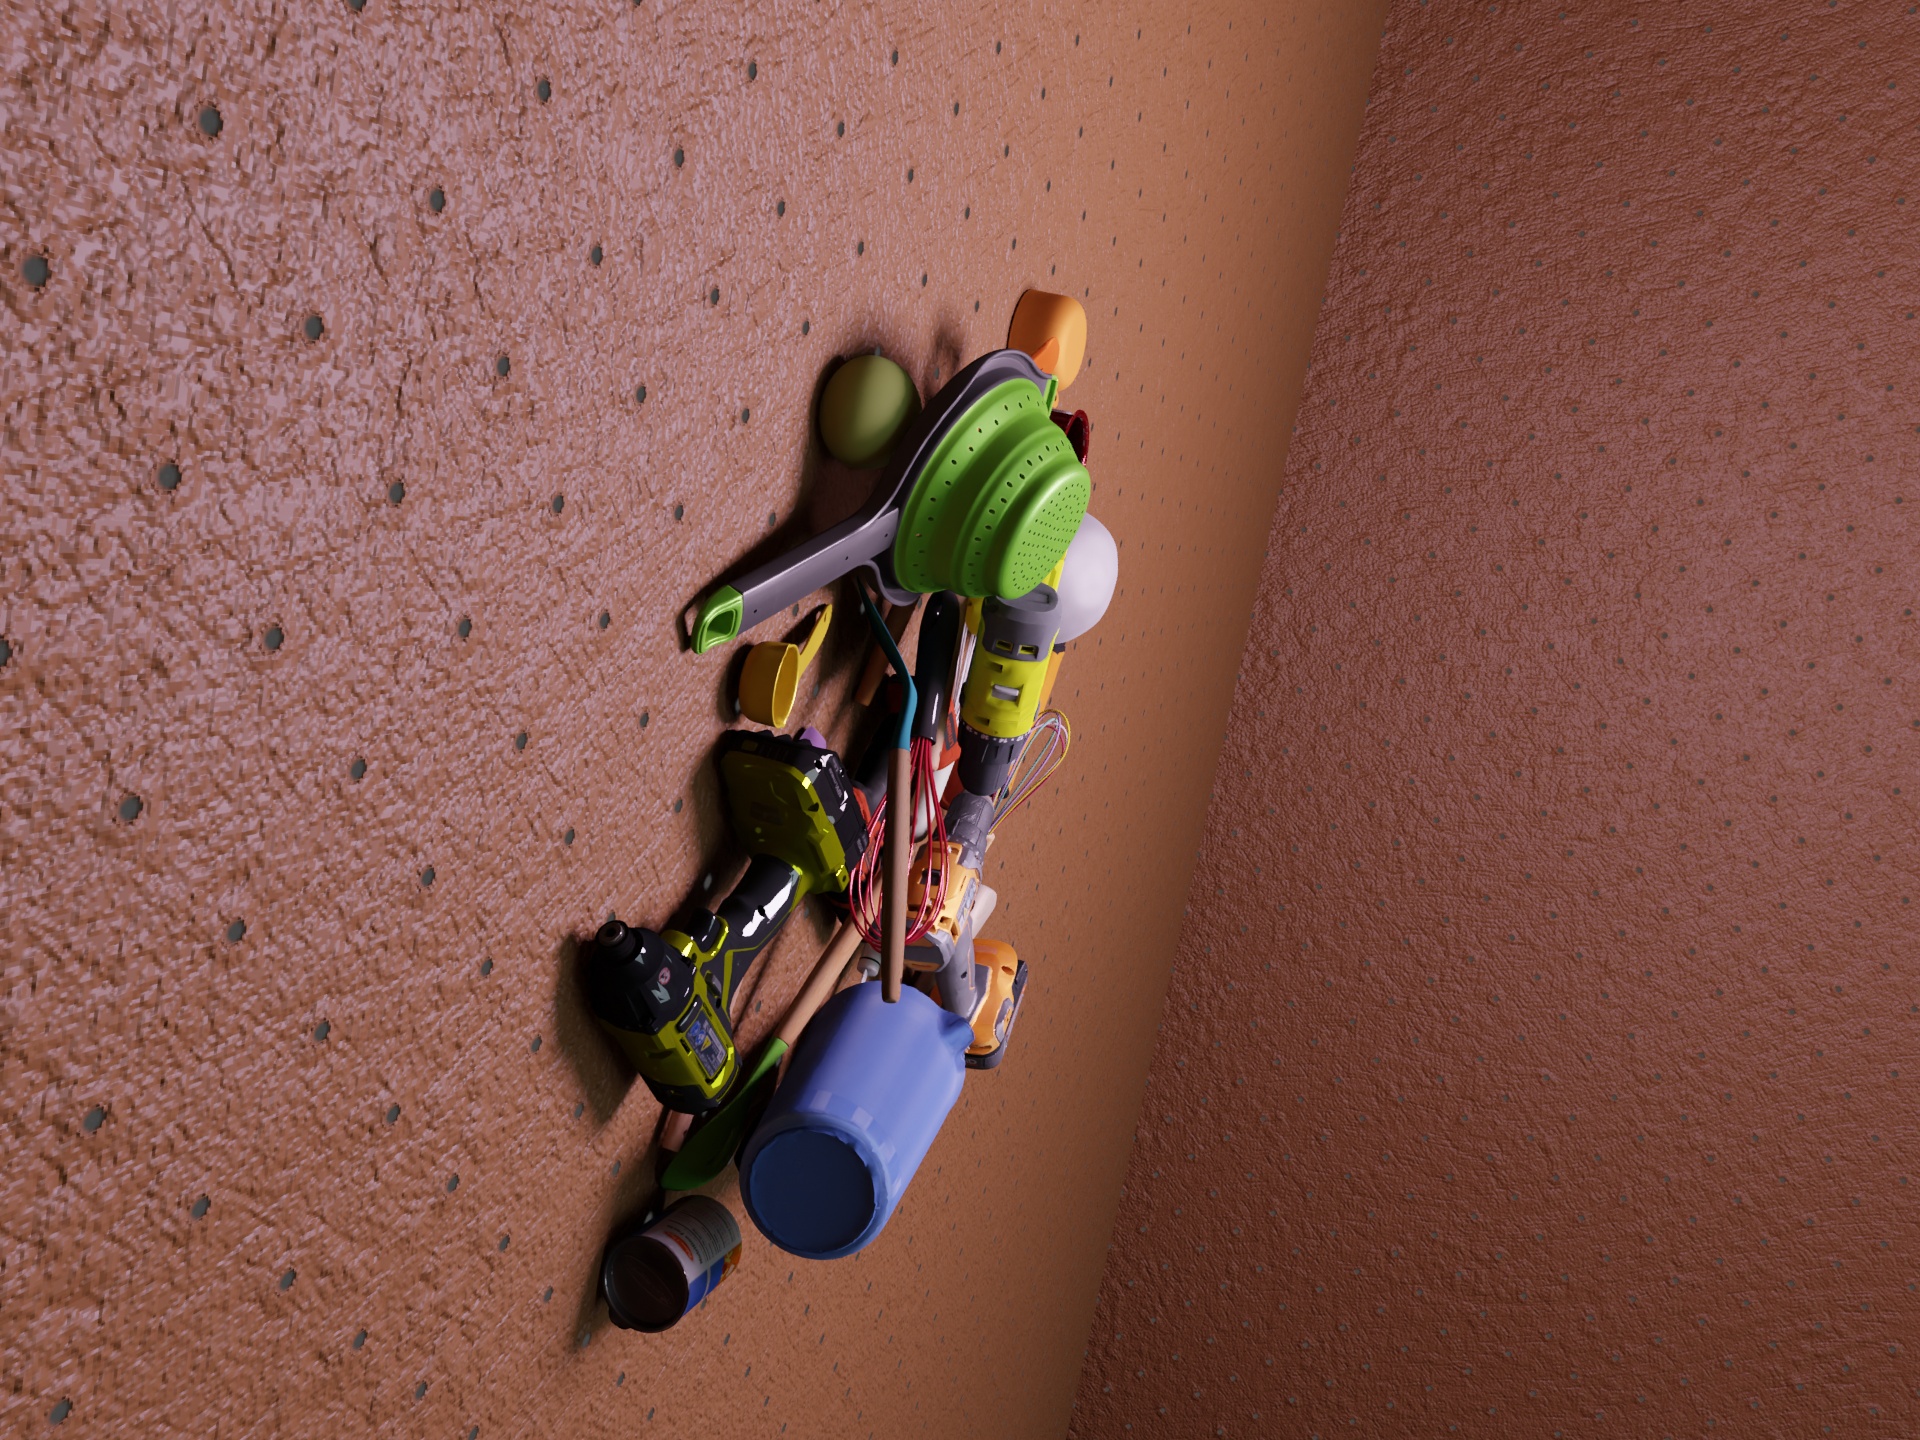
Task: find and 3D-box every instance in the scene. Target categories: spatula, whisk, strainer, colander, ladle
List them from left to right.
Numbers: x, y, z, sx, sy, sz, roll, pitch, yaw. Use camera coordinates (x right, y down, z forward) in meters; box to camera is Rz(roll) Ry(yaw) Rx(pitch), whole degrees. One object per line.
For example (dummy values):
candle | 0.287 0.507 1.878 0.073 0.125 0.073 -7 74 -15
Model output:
spatula | -0.154 0.152 1.140 0.059 0.018 0.316 55 50 -64
strainer | -0.084 0.221 1.379 0.086 0.050 0.259 89 16 -55
spatula | -0.055 0.048 1.148 0.082 0.044 0.318 79 11 -64
whisk | -0.032 0.033 1.209 0.073 0.073 0.296 62 34 -65
ladle | -0.032 -0.228 1.210 0.320 0.062 0.078 -34 135 -75
colander | -0.020 -0.119 1.089 0.397 0.094 0.204 -37 154 -43
spatula | -0.005 -0.157 1.258 0.081 0.041 0.322 42 72 -84
whisk | -0.002 -0.005 1.450 0.059 0.058 0.246 25 82 -41
whisk | 0.036 0.092 1.528 0.245 0.047 0.051 -59 171 21
strainer | 0.100 -0.085 1.522 0.151 0.069 0.256 -57 162 -58

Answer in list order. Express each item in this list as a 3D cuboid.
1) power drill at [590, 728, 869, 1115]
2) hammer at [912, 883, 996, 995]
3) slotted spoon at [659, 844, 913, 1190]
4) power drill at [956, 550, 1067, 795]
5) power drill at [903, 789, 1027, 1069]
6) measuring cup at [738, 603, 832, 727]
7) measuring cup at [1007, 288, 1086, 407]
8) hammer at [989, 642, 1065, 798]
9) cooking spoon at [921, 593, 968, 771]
power drill | -0.152 0.120 1.029 0.223 0.080 0.171 -60 150 -34
hammer | -0.051 0.295 1.543 0.411 0.038 0.146 -52 152 -54
slotted spoon | -0.120 0.217 1.185 0.314 0.031 0.070 -56 164 -25
power drill | 0.038 -0.066 1.319 0.229 0.080 0.190 -83 -176 -54
power drill | 0.003 0.191 1.469 0.226 0.084 0.185 75 28 -43
measuring cup | -0.119 -0.048 1.100 0.157 0.029 0.062 -69 168 -61
measuring cup | 0.091 -0.329 1.471 0.173 0.052 0.095 46 60 -67
hammer | 0.094 -0.055 1.729 0.127 0.034 0.337 76 33 -54
cooking spoon | 0.000 -0.109 1.297 0.068 0.017 0.319 79 20 -70
